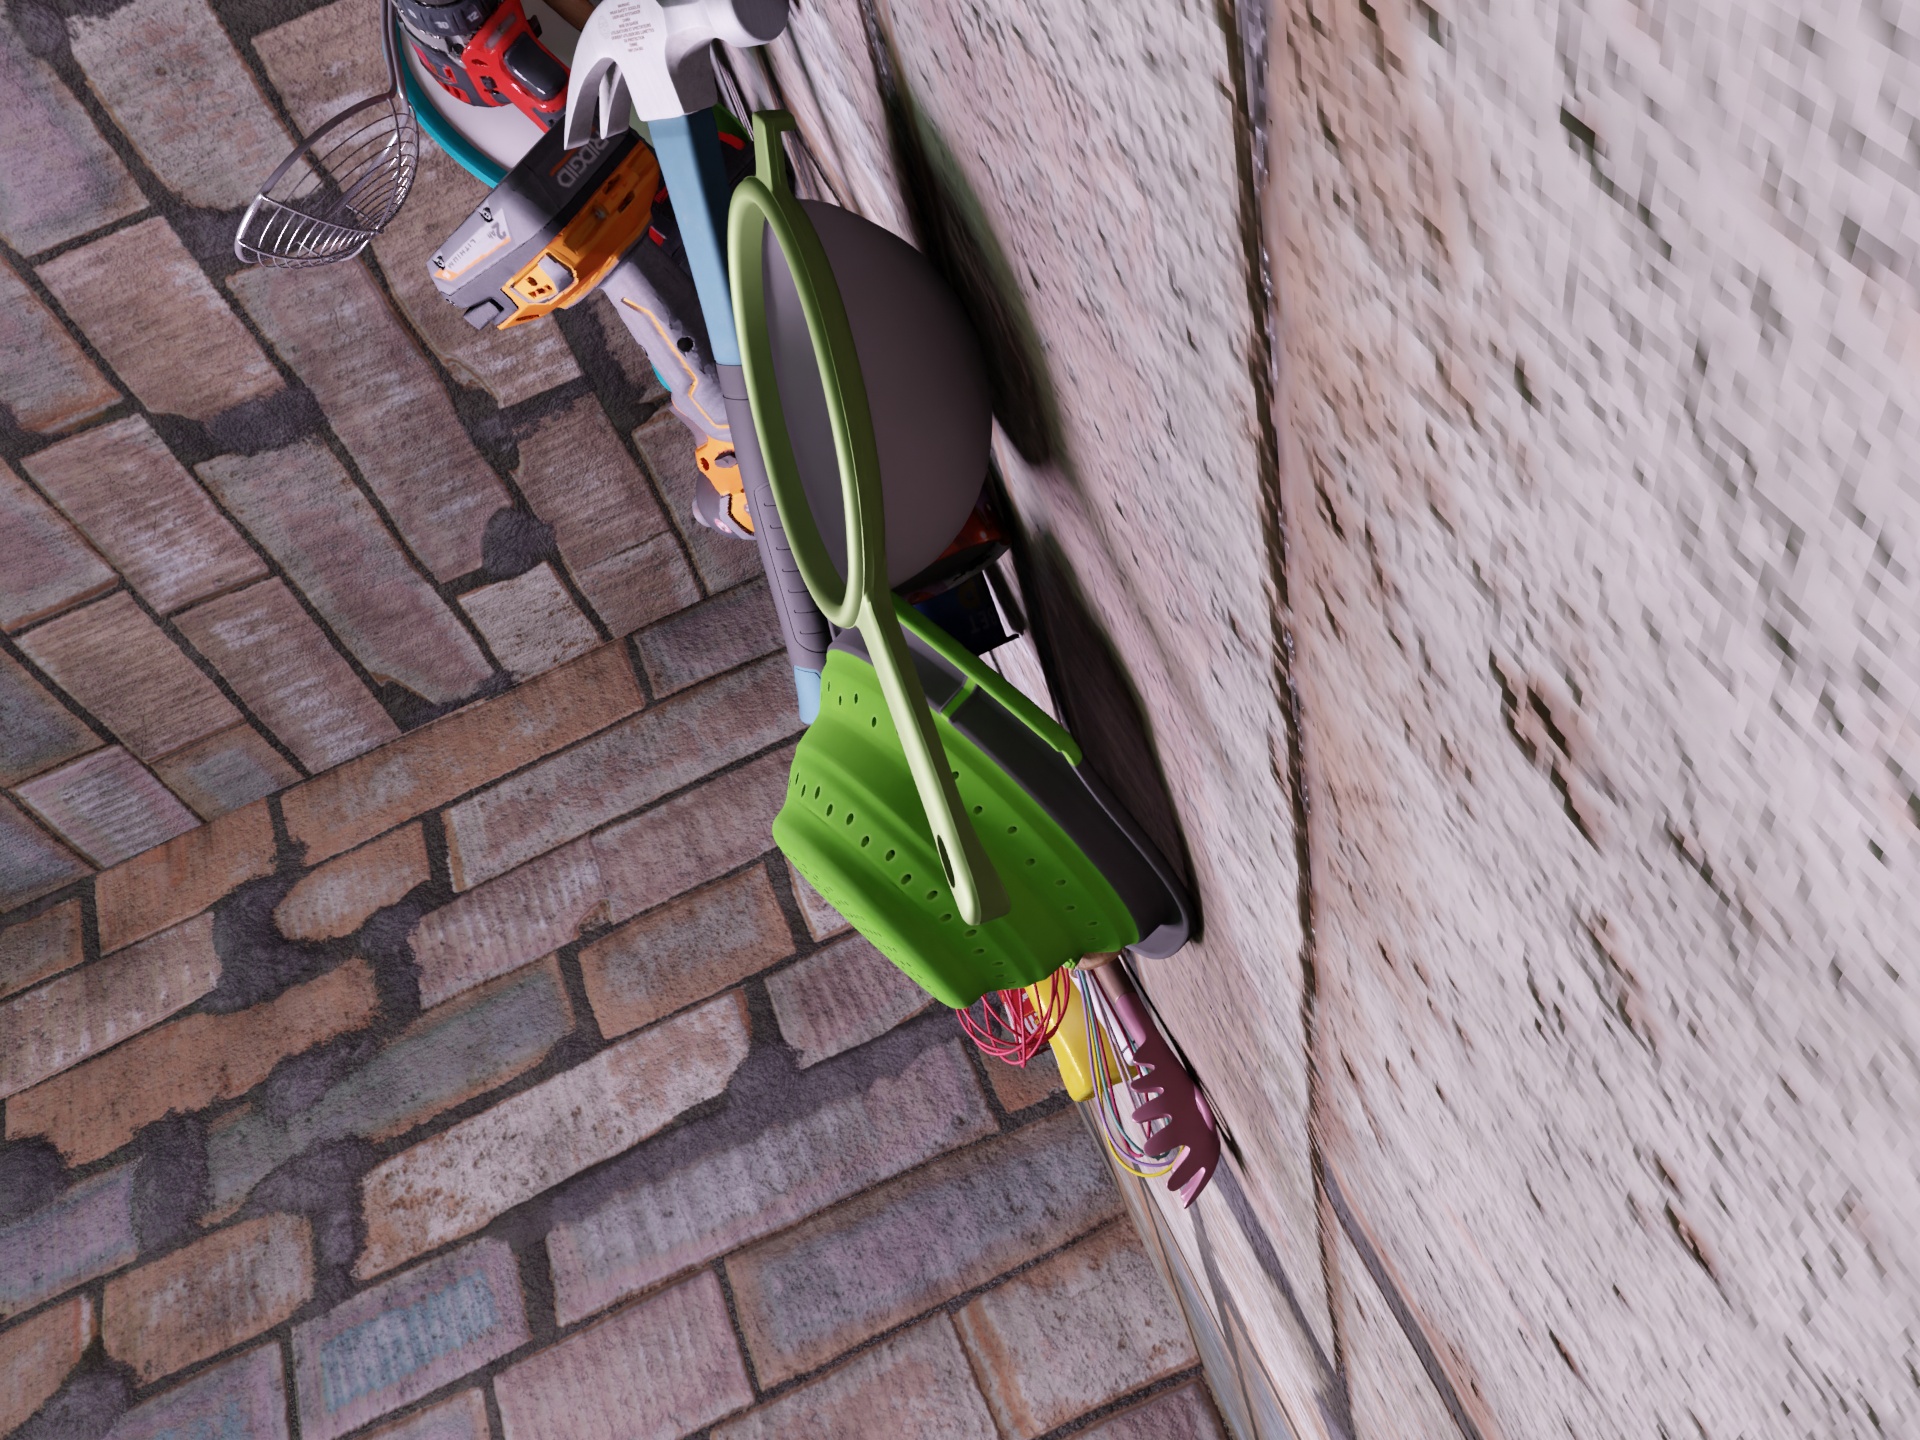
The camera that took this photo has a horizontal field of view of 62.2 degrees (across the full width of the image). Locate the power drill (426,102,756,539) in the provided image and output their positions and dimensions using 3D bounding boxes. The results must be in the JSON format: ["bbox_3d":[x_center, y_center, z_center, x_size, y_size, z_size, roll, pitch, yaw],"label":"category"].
[{"bbox_3d":[-0.148,-0.179,0.798,0.226,0.084,0.164,43,149,-24],"label":"power drill"}]

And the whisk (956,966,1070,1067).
[{"bbox_3d":[0.023,0.099,1.016,0.296,0.073,0.073,-97,-11,-51],"label":"whisk"}]

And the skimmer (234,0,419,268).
[{"bbox_3d":[-0.338,-0.426,0.854,0.127,0.090,0.363,-91,8,-74],"label":"skimmer"}]

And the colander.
[{"bbox_3d":[0.003,0.081,0.730,0.205,0.094,0.396,39,169,22],"label":"colander"}]

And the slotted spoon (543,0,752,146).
[{"bbox_3d":[-0.219,-0.394,0.850,0.313,0.031,0.070,36,-175,-36],"label":"slotted spoon"}]

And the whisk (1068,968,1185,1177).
[{"bbox_3d":[0.082,0.175,0.995,0.047,0.051,0.245,-60,36,35],"label":"whisk"}]

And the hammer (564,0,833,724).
[{"bbox_3d":[-0.090,-0.144,0.688,0.128,0.033,0.330,15,128,41],"label":"hammer"}]

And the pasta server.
[{"bbox_3d":[0.083,0.154,0.954,0.060,0.040,0.317,55,-176,-38],"label":"pasta server"}]

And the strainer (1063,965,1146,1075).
[{"bbox_3d":[0.060,0.139,1.076,0.086,0.050,0.259,11,-143,-51],"label":"strainer"}]

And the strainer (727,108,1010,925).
[{"bbox_3d":[-0.010,-0.063,0.525,0.151,0.069,0.256,119,133,-71],"label":"strainer"}]

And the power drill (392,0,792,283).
[{"bbox_3d":[-0.198,-0.320,0.822,0.226,0.080,0.188,40,178,-7],"label":"power drill"}]

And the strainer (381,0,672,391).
[{"bbox_3d":[-0.210,-0.357,0.958,0.095,0.211,0.341,-42,66,41],"label":"strainer"}]

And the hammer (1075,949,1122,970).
[{"bbox_3d":[-0.001,-0.003,0.918,0.130,0.031,0.331,-25,95,56],"label":"hammer"}]
